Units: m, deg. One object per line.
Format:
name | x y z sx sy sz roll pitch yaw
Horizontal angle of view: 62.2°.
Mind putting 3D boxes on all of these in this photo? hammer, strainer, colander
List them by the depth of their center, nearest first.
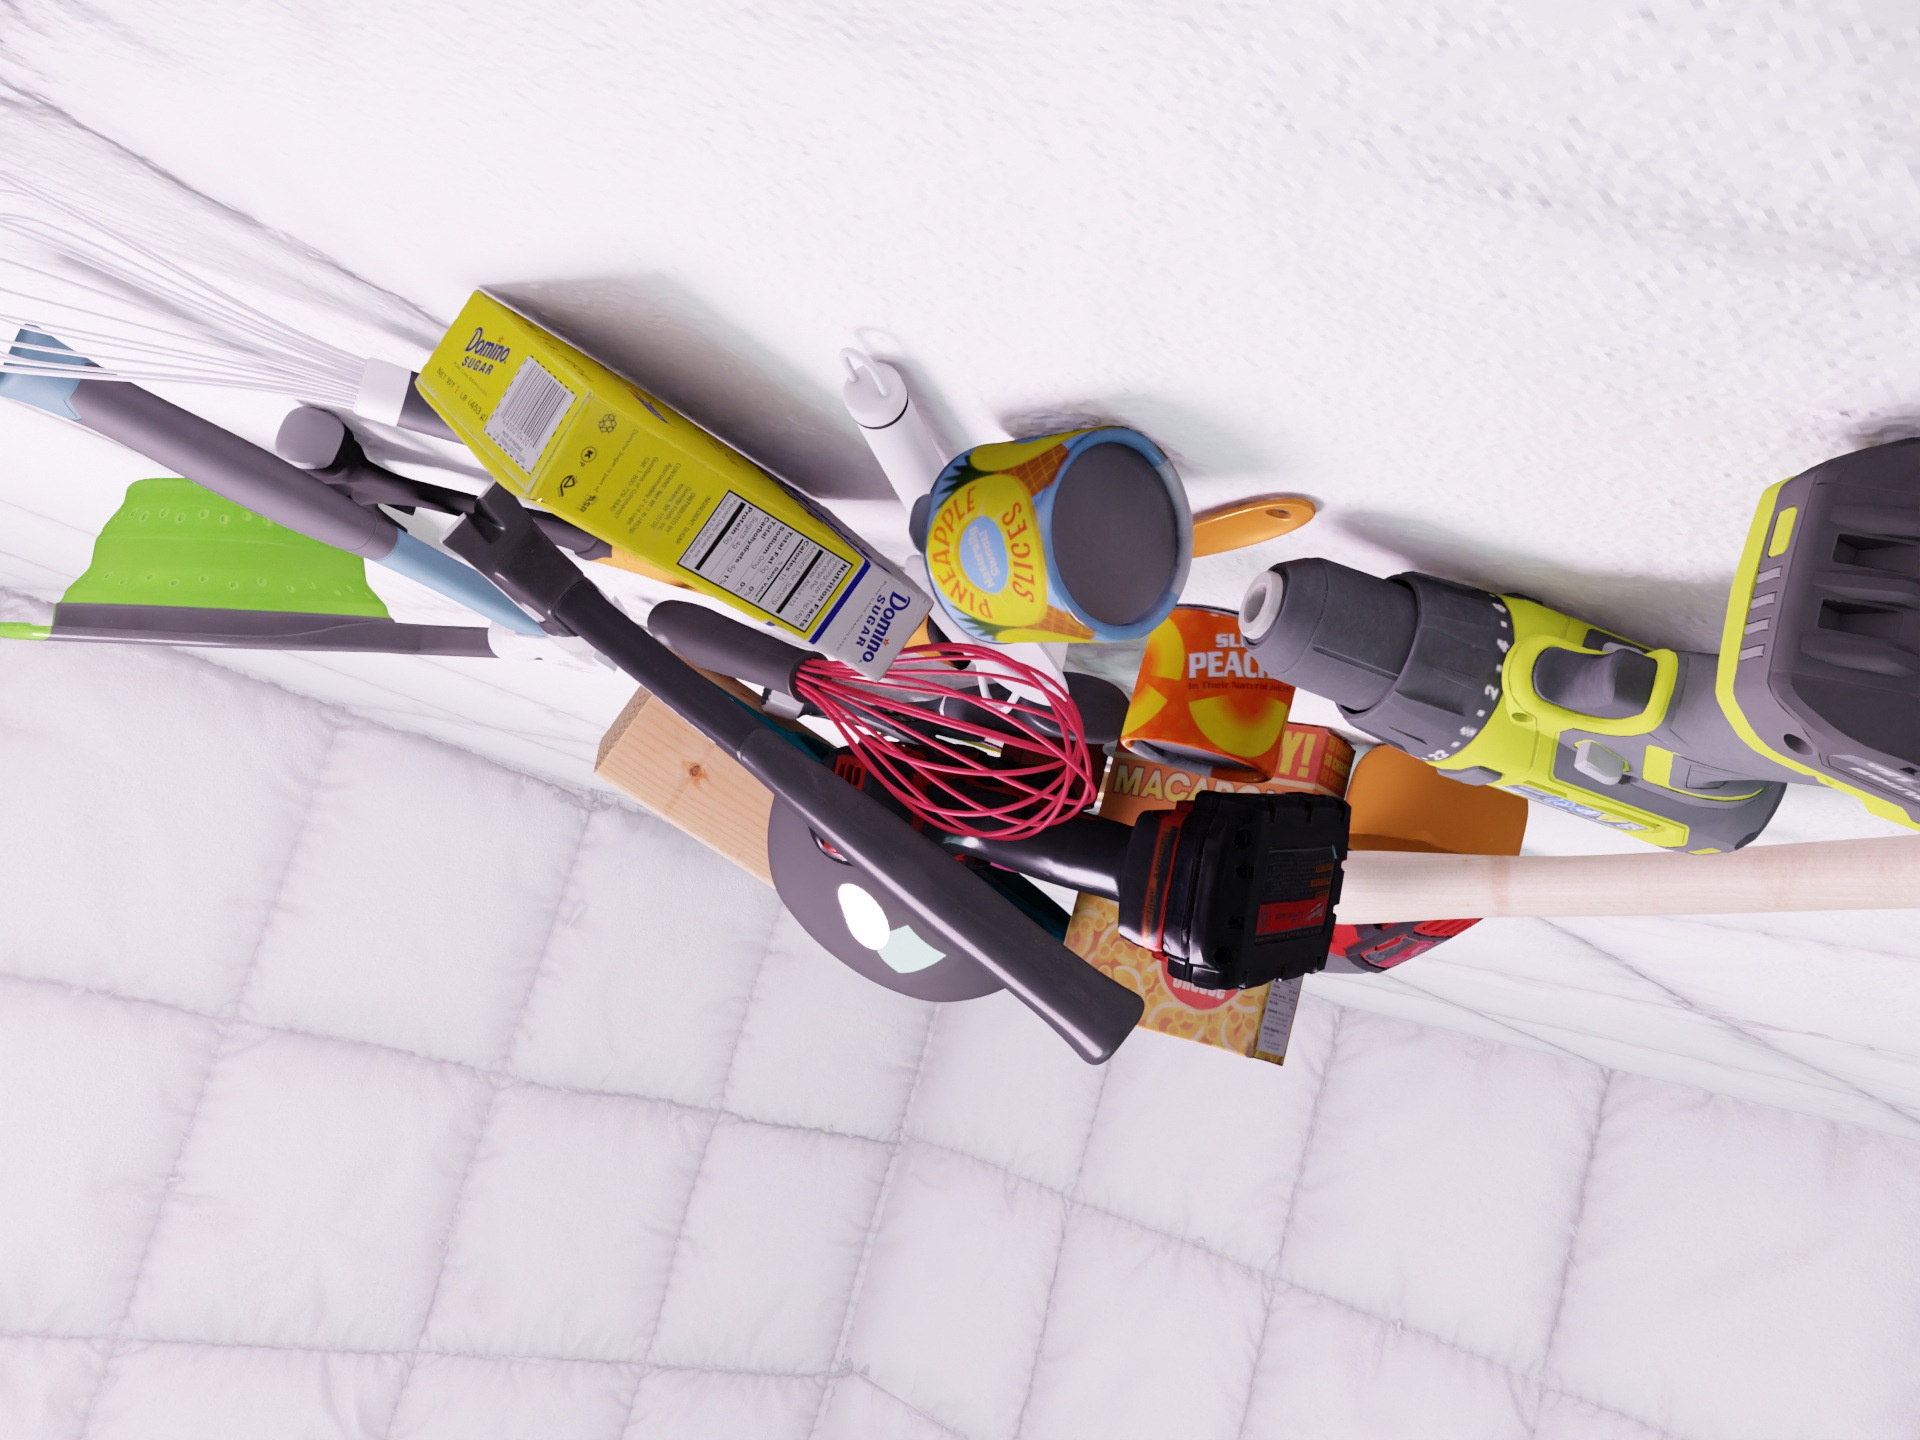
strainer | 0.001 -0.065 0.583 0.087 0.050 0.258 36 172 23
hammer | -0.068 0.019 0.619 0.335 0.035 0.146 37 171 17
hammer | 0.322 0.065 0.629 0.146 0.038 0.411 22 160 -36
hammer | -0.283 -0.089 0.742 0.128 0.033 0.330 9 166 36
hammer | -0.153 -0.079 0.776 0.337 0.034 0.127 15 170 7
hammer | -0.001 -0.003 0.874 0.149 0.036 0.409 17 175 -17
strainer | -0.091 0.067 0.945 0.340 0.095 0.211 33 -179 8
colander | -0.355 -0.087 0.965 0.397 0.094 0.205 1 -178 -41

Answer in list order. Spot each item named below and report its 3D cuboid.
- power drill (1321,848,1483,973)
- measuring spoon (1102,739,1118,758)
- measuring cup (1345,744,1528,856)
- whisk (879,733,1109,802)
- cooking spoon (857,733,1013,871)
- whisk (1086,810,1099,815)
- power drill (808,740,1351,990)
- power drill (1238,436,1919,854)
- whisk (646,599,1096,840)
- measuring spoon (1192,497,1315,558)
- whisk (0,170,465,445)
power drill | 0.199 0.098 0.955 0.219 0.079 0.143 20 140 -31
measuring spoon | 0.077 -0.005 0.896 0.034 0.018 0.124 3 158 38
measuring cup | 0.272 0.052 0.769 0.174 0.052 0.095 10 169 21
whisk | 0.053 0.040 1.096 0.245 0.047 0.051 9 -174 18
cooking spoon | -0.012 0.047 0.968 0.068 0.017 0.319 5 -170 -21
whisk | 0.089 0.077 1.139 0.059 0.058 0.246 42 168 -18
power drill | 0.064 0.055 0.749 0.227 0.080 0.187 11 -176 35
power drill | 0.203 -0.012 0.451 0.190 0.080 0.228 18 173 -15
whisk | -0.052 -0.013 0.673 0.073 0.073 0.296 26 176 -44
measuring spoon | 0.081 -0.066 0.547 0.021 0.011 0.117 20 166 -26
whisk | -0.245 -0.132 0.584 0.284 0.070 0.070 15 172 -24
